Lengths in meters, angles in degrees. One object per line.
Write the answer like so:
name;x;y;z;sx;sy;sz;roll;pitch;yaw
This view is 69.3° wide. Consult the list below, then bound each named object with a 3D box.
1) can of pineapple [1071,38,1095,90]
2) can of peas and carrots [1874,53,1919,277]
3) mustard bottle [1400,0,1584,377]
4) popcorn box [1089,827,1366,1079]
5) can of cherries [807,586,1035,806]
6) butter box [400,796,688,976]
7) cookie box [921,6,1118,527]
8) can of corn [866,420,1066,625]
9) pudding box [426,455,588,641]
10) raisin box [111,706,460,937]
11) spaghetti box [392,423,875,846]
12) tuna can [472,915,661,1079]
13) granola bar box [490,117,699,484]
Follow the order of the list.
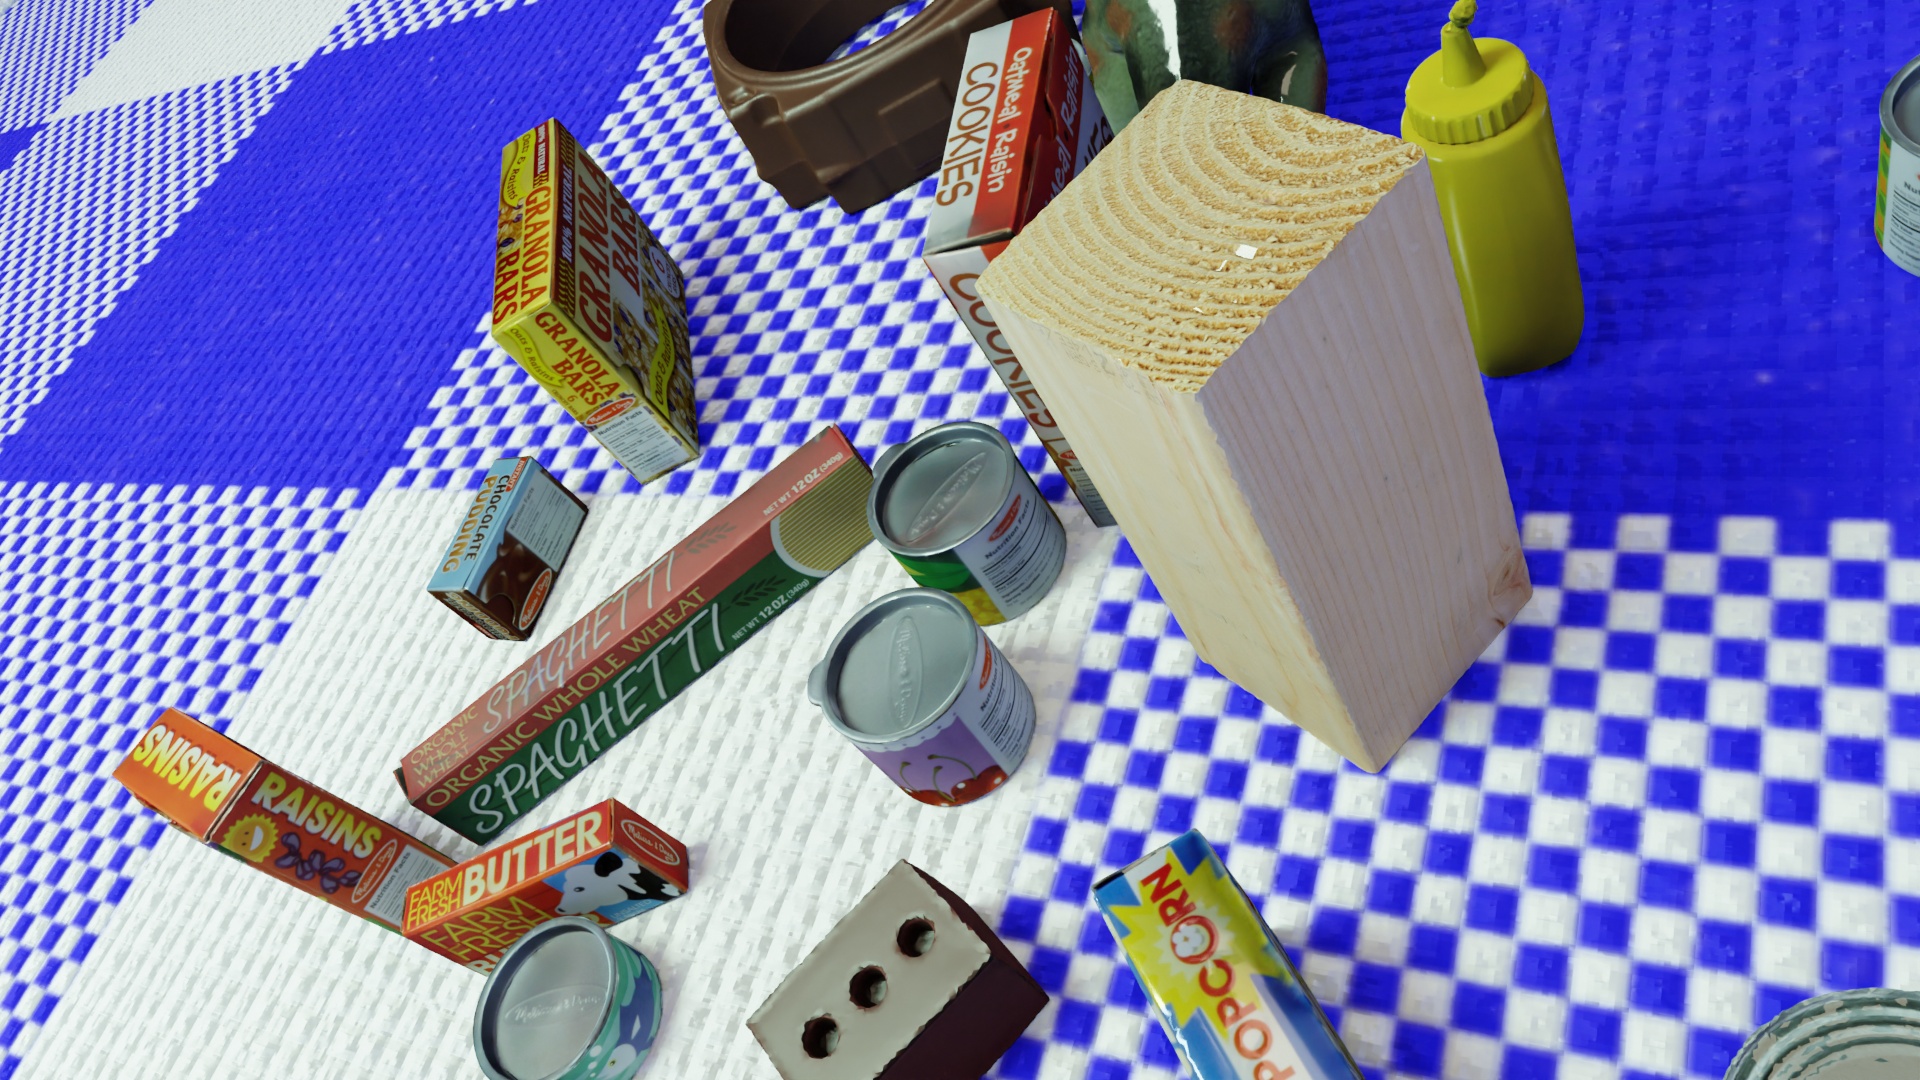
can of pineapple;0.045;-0.214;0.713;0.071;0.057;0.071;-16;50;20
can of peas and carrots;0.350;-0.130;0.470;0.071;0.058;0.071;-16;50;20
mustard bottle;0.186;-0.127;0.492;0.049;0.159;0.065;-18;49;18
popcorn box;0.091;0.152;0.384;0.038;0.085;0.127;-34;46;4
can of cherries;-0.014;0.061;0.534;0.071;0.058;0.072;-16;50;20
butter box;-0.168;0.142;0.565;0.103;0.053;0.024;-25;47;12
cookie box;0.047;-0.103;0.550;0.040;0.167;0.123;-9;52;25
can of corn;0.002;-0.007;0.578;0.071;0.058;0.071;-16;50;20
pudding box;-0.230;0.004;0.710;0.030;0.049;0.084;-2;55;29
raisin box;-0.284;0.124;0.597;0.086;0.123;0.040;14;64;37
spaghetti box;-0.139;0.044;0.625;0.250;0.050;0.029;-38;46;-1
tuna can;-0.151;0.185;0.536;0.071;0.032;0.071;-16;50;19
granola bar box;-0.192;-0.129;0.739;0.039;0.124;0.166;-25;47;12
